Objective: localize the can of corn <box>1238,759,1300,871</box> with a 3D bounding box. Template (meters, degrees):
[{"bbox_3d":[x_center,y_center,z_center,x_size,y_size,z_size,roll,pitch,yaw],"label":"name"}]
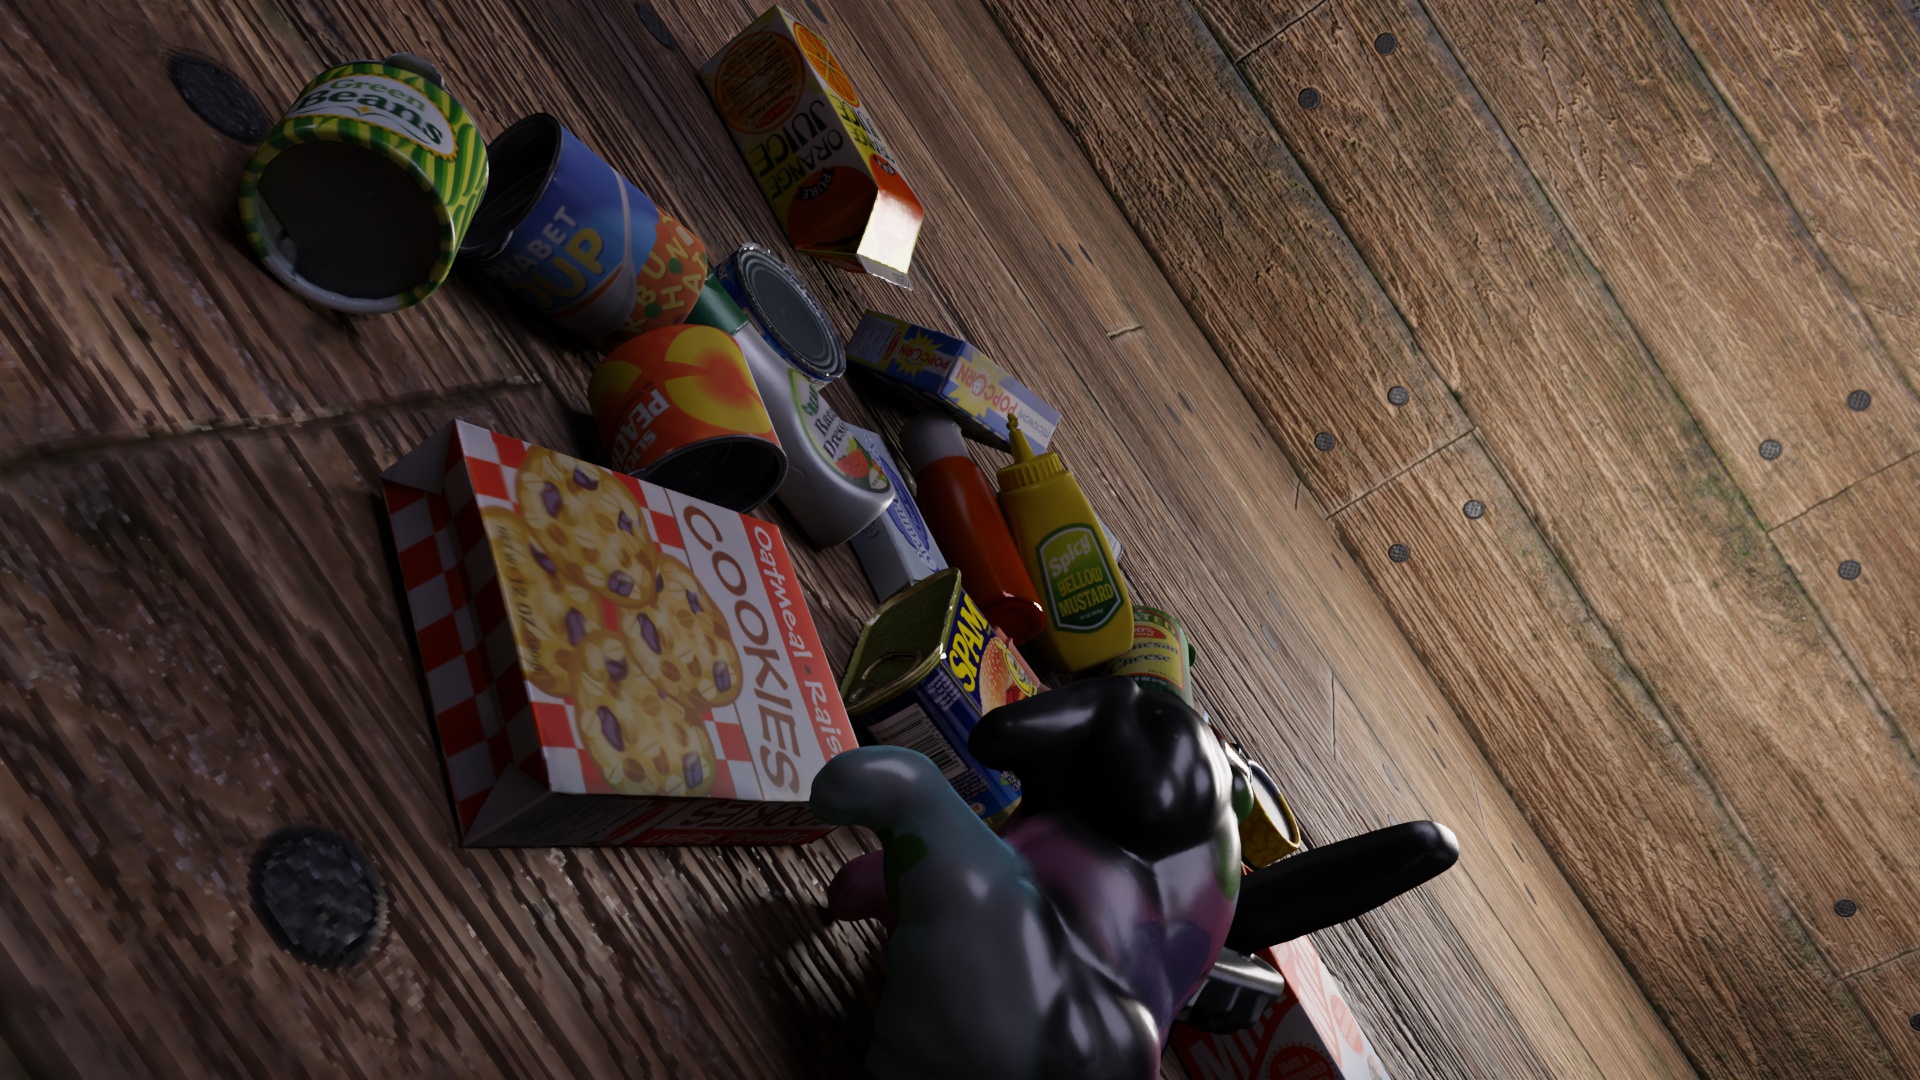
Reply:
[{"bbox_3d":[0.180,0.186,0.904,0.071,0.058,0.071,48,20,-24],"label":"can of corn"}]

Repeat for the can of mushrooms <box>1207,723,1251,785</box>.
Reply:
[{"bbox_3d":[0.146,0.147,0.867,0.033,0.071,0.071,46,21,-25],"label":"can of mushrooms"}]

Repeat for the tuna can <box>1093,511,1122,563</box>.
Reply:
[{"bbox_3d":[0.069,0.012,0.909,0.033,0.071,0.071,51,19,-14],"label":"tuna can"}]

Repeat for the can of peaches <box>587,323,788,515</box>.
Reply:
[{"bbox_3d":[-0.111,-0.044,0.554,0.071,0.071,0.058,24,37,-58],"label":"can of peaches"}]

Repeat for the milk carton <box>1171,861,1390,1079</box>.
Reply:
[{"bbox_3d":[0.159,0.255,0.718,0.191,0.072,0.073,60,19,10],"label":"milk carton"}]

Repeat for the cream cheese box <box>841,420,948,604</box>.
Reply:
[{"bbox_3d":[-0.043,-0.014,0.736,0.104,0.024,0.053,63,20,18],"label":"cream cheese box"}]

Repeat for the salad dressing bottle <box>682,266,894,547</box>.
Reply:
[{"bbox_3d":[-0.093,-0.066,0.667,0.147,0.044,0.064,52,20,-13],"label":"salad dressing bottle"}]

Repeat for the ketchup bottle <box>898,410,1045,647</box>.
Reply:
[{"bbox_3d":[0.003,-0.010,0.811,0.064,0.043,0.149,40,24,-54],"label":"ketchup bottle"}]

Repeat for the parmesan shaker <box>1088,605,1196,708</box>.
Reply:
[{"bbox_3d":[0.117,0.093,0.879,0.071,0.071,0.103,51,19,-16],"label":"parmesan shaker"}]

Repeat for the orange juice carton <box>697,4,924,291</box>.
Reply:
[{"bbox_3d":[-0.091,-0.251,0.928,0.193,0.073,0.072,61,19,12],"label":"orange juice carton"}]

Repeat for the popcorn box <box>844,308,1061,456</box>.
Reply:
[{"bbox_3d":[-0.003,-0.096,0.882,0.085,0.038,0.126,25,-2,37],"label":"popcorn box"}]

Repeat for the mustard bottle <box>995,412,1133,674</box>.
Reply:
[{"bbox_3d":[0.054,-0.001,0.842,0.160,0.065,0.049,70,-19,-6],"label":"mustard bottle"}]

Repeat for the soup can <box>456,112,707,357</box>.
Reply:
[{"bbox_3d":[-0.156,-0.119,0.567,0.083,0.071,0.071,37,26,-45],"label":"soup can"}]

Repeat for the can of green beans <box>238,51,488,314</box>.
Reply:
[{"bbox_3d":[-0.196,-0.117,0.461,0.071,0.071,0.058,44,22,-32],"label":"can of green beans"}]

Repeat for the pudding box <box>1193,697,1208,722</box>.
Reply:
[{"bbox_3d":[0.146,0.125,0.963,0.049,0.030,0.084,54,19,-5],"label":"pudding box"}]

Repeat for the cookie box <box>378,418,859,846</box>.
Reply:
[{"bbox_3d":[-0.105,0.039,0.470,0.167,0.040,0.123,21,42,-59],"label":"cookie box"}]

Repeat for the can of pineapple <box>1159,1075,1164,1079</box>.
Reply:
[{"bbox_3d":[0.051,0.233,0.511,0.071,0.057,0.071,48,20,-24],"label":"can of pineapple"}]

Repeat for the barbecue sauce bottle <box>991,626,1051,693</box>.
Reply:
[{"bbox_3d":[0.048,0.114,0.721,0.148,0.043,0.065,55,19,-4],"label":"barbecue sauce bottle"}]
